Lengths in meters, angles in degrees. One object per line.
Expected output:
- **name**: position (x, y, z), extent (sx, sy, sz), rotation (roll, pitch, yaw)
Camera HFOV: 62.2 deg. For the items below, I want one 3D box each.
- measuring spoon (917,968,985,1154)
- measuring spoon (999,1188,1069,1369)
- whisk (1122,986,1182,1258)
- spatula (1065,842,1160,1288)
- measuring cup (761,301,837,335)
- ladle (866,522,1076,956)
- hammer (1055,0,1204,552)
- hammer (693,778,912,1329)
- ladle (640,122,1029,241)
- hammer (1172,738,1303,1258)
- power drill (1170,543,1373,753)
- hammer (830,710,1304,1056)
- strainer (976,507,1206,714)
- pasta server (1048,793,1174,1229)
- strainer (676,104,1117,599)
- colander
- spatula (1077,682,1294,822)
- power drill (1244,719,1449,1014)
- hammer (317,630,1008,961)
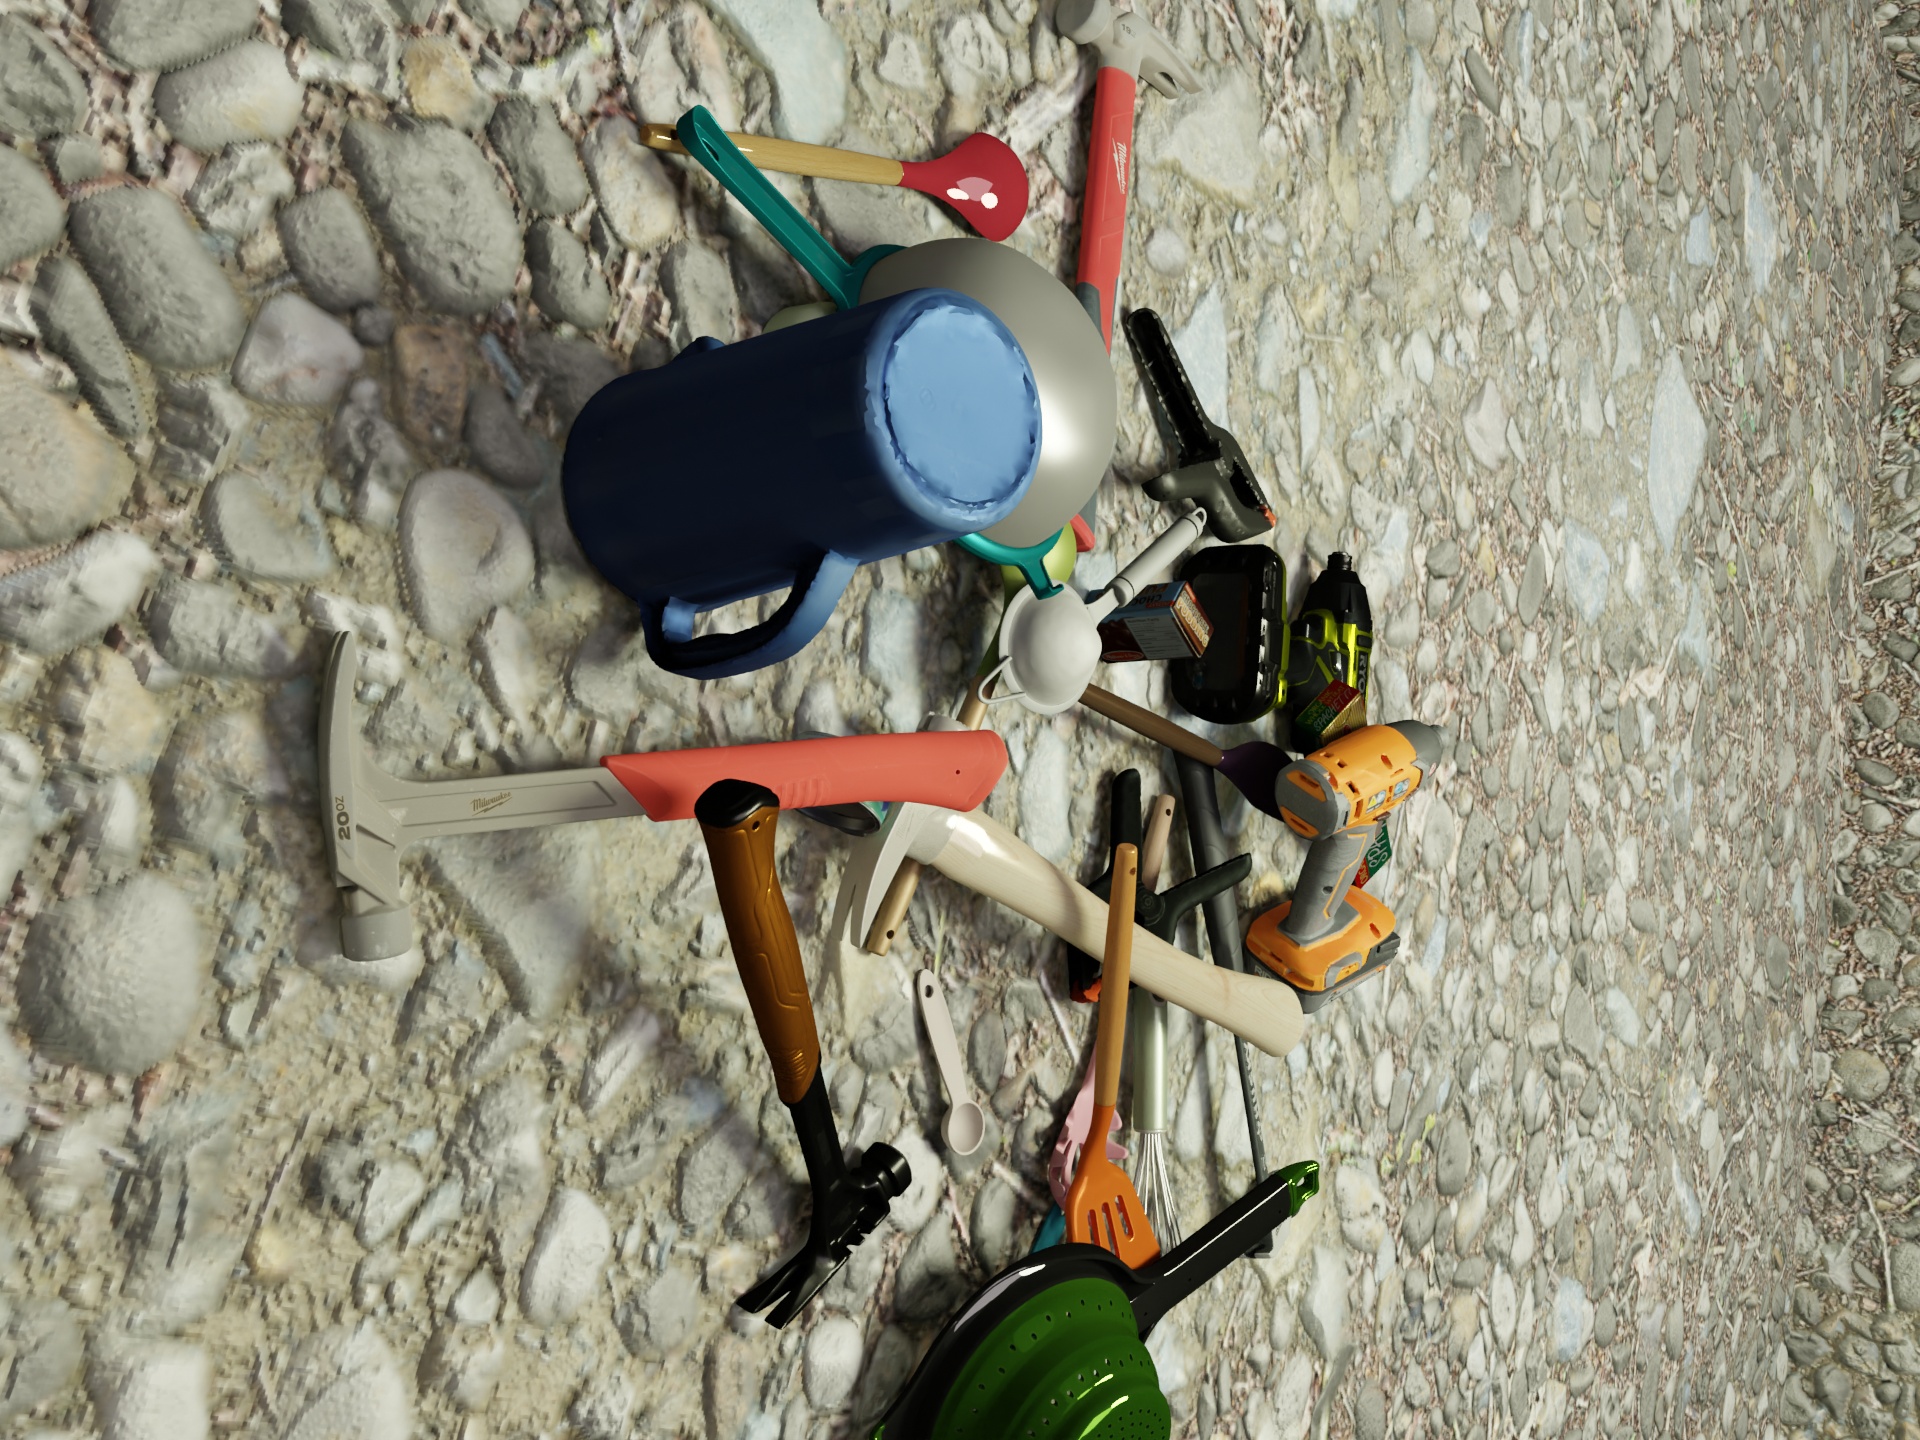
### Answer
- **measuring spoon**: position (-0.012, 0.218, 1.019), extent (0.034, 0.018, 0.124), rotation (-20, 98, -46)
- **measuring spoon**: position (0.056, 0.380, 1.083), extent (0.042, 0.021, 0.129), rotation (48, 58, -36)
- **whisk**: position (0.138, 0.306, 1.159), extent (0.057, 0.059, 0.246), rotation (6, 80, -30)
- **spatula**: position (0.102, 0.231, 1.035), extent (0.081, 0.041, 0.322), rotation (-14, 116, -36)
- **measuring cup**: position (-0.074, -0.161, 0.927), extent (0.083, 0.038, 0.167), rotation (-9, 95, -47)
- **ladle**: position (-0.002, -0.003, 1.016), extent (0.078, 0.062, 0.320), rotation (32, 74, -39)
- **hammer**: position (0.106, -0.307, 1.126), extent (0.143, 0.038, 0.386), rotation (13, 80, -48)
- **hammer**: position (-0.095, 0.176, 0.843), extent (0.127, 0.034, 0.336), rotation (-41, 136, -39)
- **ladle**: position (-0.059, -0.333, 0.955), extent (0.315, 0.031, 0.069), rotation (-11, 99, -45)
- **hammer**: position (0.207, 0.213, 1.218), extent (0.149, 0.036, 0.409), rotation (-25, 106, -68)
- **power drill**: position (0.261, -0.064, 1.270), extent (0.223, 0.080, 0.171), rotation (9, 84, -51)
- **hammer**: position (0.093, 0.150, 1.048), extent (0.410, 0.038, 0.146), rotation (33, 77, -35)
- **strainer**: position (0.101, -0.082, 1.045), extent (0.258, 0.050, 0.086), rotation (-43, 119, -40)
- **pasta server**: position (0.117, 0.200, 1.139), extent (0.060, 0.040, 0.316), rotation (27, 69, -29)
- **strainer**: position (-0.010, -0.237, 0.904), extent (0.340, 0.095, 0.211), rotation (39, 42, -36)
- **colander**: position (0.127, 0.412, 1.036), extent (0.397, 0.095, 0.204), rotation (-24, 122, -31)
- **spatula**: position (0.171, 0.017, 1.161), extent (0.315, 0.018, 0.060), rotation (23, 63, -43)
- **power drill**: position (0.307, 0.104, 1.241), extent (0.164, 0.084, 0.226), rotation (-22, 131, -32)
- **hammer**: position (-0.133, 0.022, 0.806), extent (0.359, 0.037, 0.149), rotation (-5, 95, -33)
